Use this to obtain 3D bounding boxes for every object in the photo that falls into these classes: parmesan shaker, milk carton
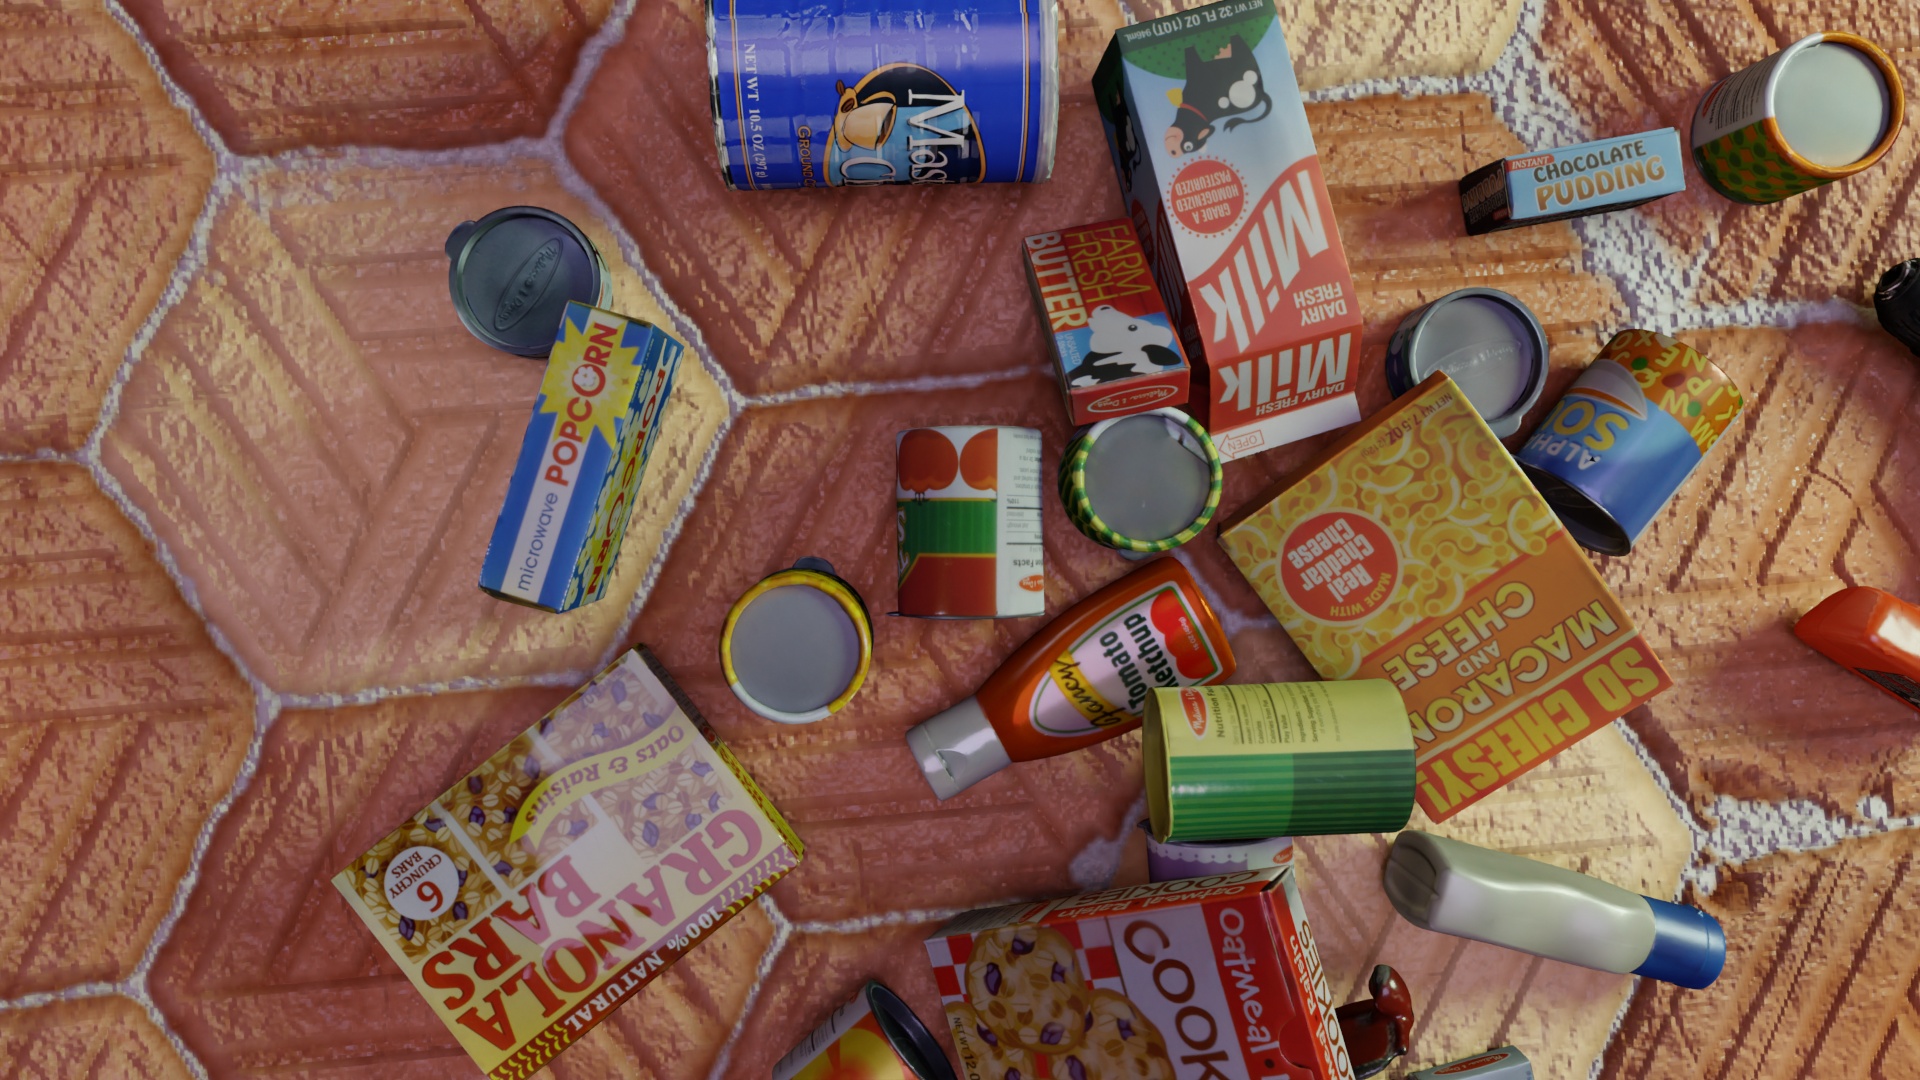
[{"bbox_3d":[0.134,0.096,0.592,0.103,0.071,0.071,-2,91,-1],"label":"parmesan shaker"},{"bbox_3d":[0.122,-0.135,0.622,0.072,0.073,0.190,-17,92,-3],"label":"milk carton"}]

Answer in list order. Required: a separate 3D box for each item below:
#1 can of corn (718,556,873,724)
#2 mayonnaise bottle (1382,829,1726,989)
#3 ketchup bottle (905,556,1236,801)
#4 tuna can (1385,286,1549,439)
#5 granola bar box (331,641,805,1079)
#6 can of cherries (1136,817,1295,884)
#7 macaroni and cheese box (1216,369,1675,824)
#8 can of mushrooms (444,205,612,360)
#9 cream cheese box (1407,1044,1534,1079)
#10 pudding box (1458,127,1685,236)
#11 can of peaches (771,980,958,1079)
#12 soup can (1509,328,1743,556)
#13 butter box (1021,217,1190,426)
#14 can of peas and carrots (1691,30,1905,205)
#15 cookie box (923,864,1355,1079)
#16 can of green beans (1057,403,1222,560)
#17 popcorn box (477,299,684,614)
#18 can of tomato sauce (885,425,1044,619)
[{"bbox_3d":[-0.072,0.043,0.621,0.071,0.058,0.071,0,91,-3],"label":"can of corn"},{"bbox_3d":[0.275,0.172,0.640,0.148,0.065,0.041,16,93,-7],"label":"mayonnaise bottle"},{"bbox_3d":[0.048,0.068,0.635,0.149,0.043,0.064,-29,99,-2],"label":"ketchup bottle"},{"bbox_3d":[0.237,-0.081,0.649,0.071,0.033,0.071,0,91,-3],"label":"tuna can"},{"bbox_3d":[-0.173,0.145,0.627,0.165,0.039,0.124,-38,92,-2],"label":"granola bar box"},{"bbox_3d":[0.116,0.157,0.630,0.071,0.071,0.058,-5,92,-3],"label":"can of cherries"},{"bbox_3d":[0.216,0.026,0.629,0.123,0.040,0.166,-37,93,17],"label":"macaroni and cheese box"},{"bbox_3d":[-0.195,-0.117,0.626,0.071,0.033,0.071,0,91,-3],"label":"can of mushrooms"},{"bbox_3d":[0.251,0.297,0.657,0.053,0.024,0.103,-13,91,-1],"label":"cream cheese box"},{"bbox_3d":[0.282,-0.165,0.642,0.084,0.049,0.030,-10,93,-3],"label":"pudding box"},{"bbox_3d":[-0.040,0.244,0.619,0.058,0.071,0.071,-40,92,-1],"label":"can of peaches"},{"bbox_3d":[0.300,-0.047,0.635,0.071,0.071,0.084,40,88,-3],"label":"soup can"},{"bbox_3d":[0.063,-0.099,0.616,0.053,0.024,0.104,-11,52,-2],"label":"butter box"},{"bbox_3d":[0.388,-0.193,0.643,0.071,0.059,0.071,0,91,-3],"label":"can of peas and carrots"},{"bbox_3d":[0.077,0.214,0.595,0.167,0.040,0.123,-18,88,31],"label":"cookie box"},{"bbox_3d":[0.080,-0.028,0.629,0.071,0.058,0.071,0,91,-3],"label":"can of green beans"},{"bbox_3d":[-0.162,-0.034,0.603,0.038,0.085,0.126,18,90,-2],"label":"popcorn box"},{"bbox_3d":[0.002,-0.008,0.621,0.071,0.071,0.083,-1,90,-3],"label":"can of tomato sauce"}]
